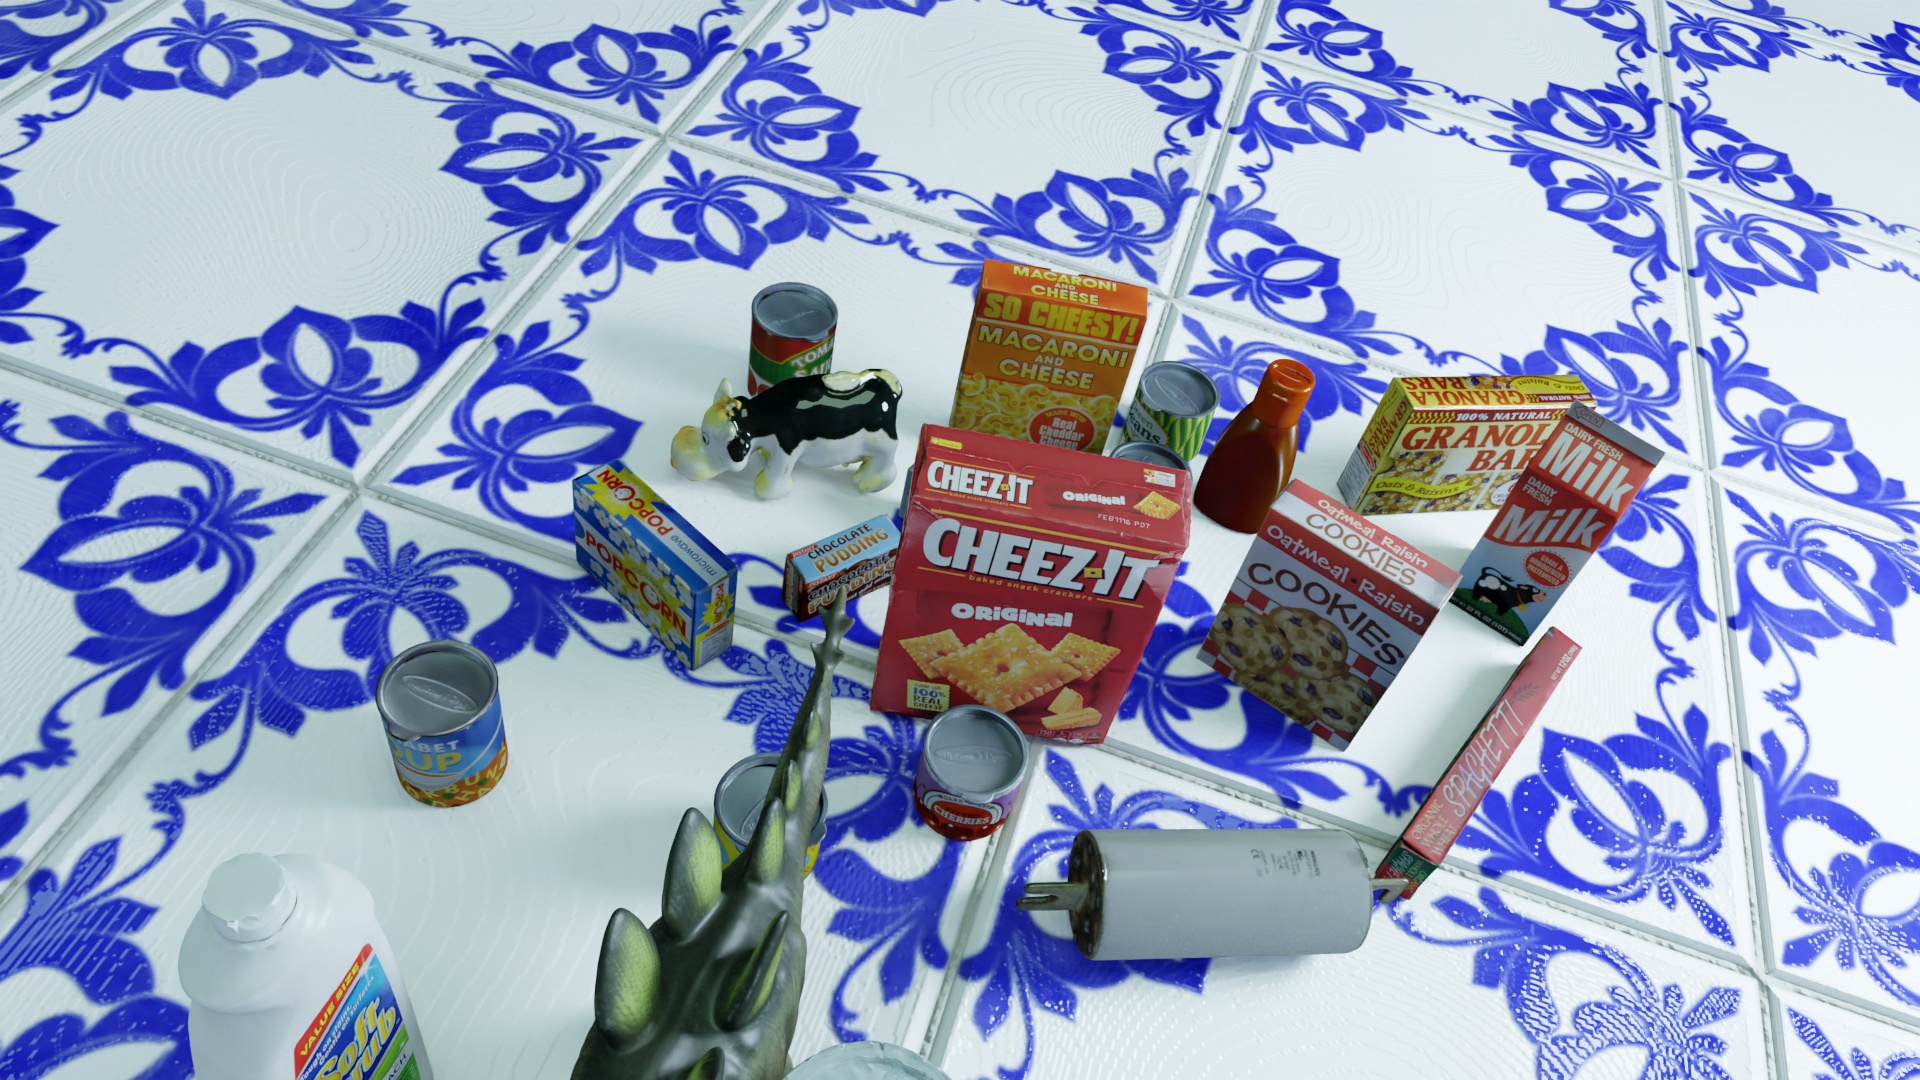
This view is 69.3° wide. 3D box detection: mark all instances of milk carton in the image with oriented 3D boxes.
[{"bbox_3d":[0.438,-0.017,1.022,0.072,0.189,0.074,36,52,19],"label":"milk carton"}]

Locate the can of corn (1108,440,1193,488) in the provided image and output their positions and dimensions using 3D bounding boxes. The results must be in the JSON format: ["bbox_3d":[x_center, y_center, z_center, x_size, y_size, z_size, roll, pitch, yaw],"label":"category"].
[{"bbox_3d":[0.135,-0.033,1.060,0.071,0.058,0.071,6,48,-7],"label":"can of corn"}]

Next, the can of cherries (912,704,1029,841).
[{"bbox_3d":[0.005,0.148,0.872,0.071,0.058,0.072,6,48,-7],"label":"can of cherries"}]

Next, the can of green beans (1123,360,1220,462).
[{"bbox_3d":[0.171,-0.103,1.129,0.071,0.057,0.071,6,48,-7],"label":"can of green beans"}]

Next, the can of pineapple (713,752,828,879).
[{"bbox_3d":[-0.113,0.171,0.827,0.071,0.057,0.071,6,48,-7],"label":"can of pineapple"}]

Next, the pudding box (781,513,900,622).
[{"bbox_3d":[-0.082,0.019,0.973,0.084,0.049,0.030,-23,58,-29],"label":"pudding box"}]

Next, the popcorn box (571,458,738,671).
[{"bbox_3d":[-0.204,0.016,0.924,0.127,0.084,0.038,39,53,21],"label":"popcorn box"}]

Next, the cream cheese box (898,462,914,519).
[{"bbox_3d":[0.004,-0.013,1.016,0.104,0.053,0.024,35,51,18],"label":"cream cheese box"}]

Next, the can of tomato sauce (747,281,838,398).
[{"bbox_3d":[-0.131,-0.148,1.086,0.071,0.082,0.071,6,48,-7],"label":"can of tomato sauce"}]

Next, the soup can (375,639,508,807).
[{"bbox_3d":[-0.306,0.111,0.820,0.071,0.083,0.072,6,48,-7],"label":"soup can"}]

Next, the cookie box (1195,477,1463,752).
[{"bbox_3d":[0.242,0.052,0.935,0.123,0.166,0.040,33,51,17],"label":"cookie box"}]

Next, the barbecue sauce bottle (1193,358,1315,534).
[{"bbox_3d":[0.226,-0.071,1.052,0.065,0.147,0.044,28,49,12],"label":"barbecue sauce bottle"}]

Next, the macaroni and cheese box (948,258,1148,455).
[{"bbox_3d":[0.062,-0.130,1.056,0.124,0.165,0.040,9,48,-4],"label":"macaroni and cheese box"}]

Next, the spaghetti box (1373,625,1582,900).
[{"bbox_3d":[0.359,0.148,0.954,0.029,0.049,0.251,36,52,19],"label":"spaghetti box"}]

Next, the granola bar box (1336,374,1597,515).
[{"bbox_3d":[0.403,-0.075,1.111,0.166,0.123,0.039,-3,50,-14],"label":"granola bar box"}]
